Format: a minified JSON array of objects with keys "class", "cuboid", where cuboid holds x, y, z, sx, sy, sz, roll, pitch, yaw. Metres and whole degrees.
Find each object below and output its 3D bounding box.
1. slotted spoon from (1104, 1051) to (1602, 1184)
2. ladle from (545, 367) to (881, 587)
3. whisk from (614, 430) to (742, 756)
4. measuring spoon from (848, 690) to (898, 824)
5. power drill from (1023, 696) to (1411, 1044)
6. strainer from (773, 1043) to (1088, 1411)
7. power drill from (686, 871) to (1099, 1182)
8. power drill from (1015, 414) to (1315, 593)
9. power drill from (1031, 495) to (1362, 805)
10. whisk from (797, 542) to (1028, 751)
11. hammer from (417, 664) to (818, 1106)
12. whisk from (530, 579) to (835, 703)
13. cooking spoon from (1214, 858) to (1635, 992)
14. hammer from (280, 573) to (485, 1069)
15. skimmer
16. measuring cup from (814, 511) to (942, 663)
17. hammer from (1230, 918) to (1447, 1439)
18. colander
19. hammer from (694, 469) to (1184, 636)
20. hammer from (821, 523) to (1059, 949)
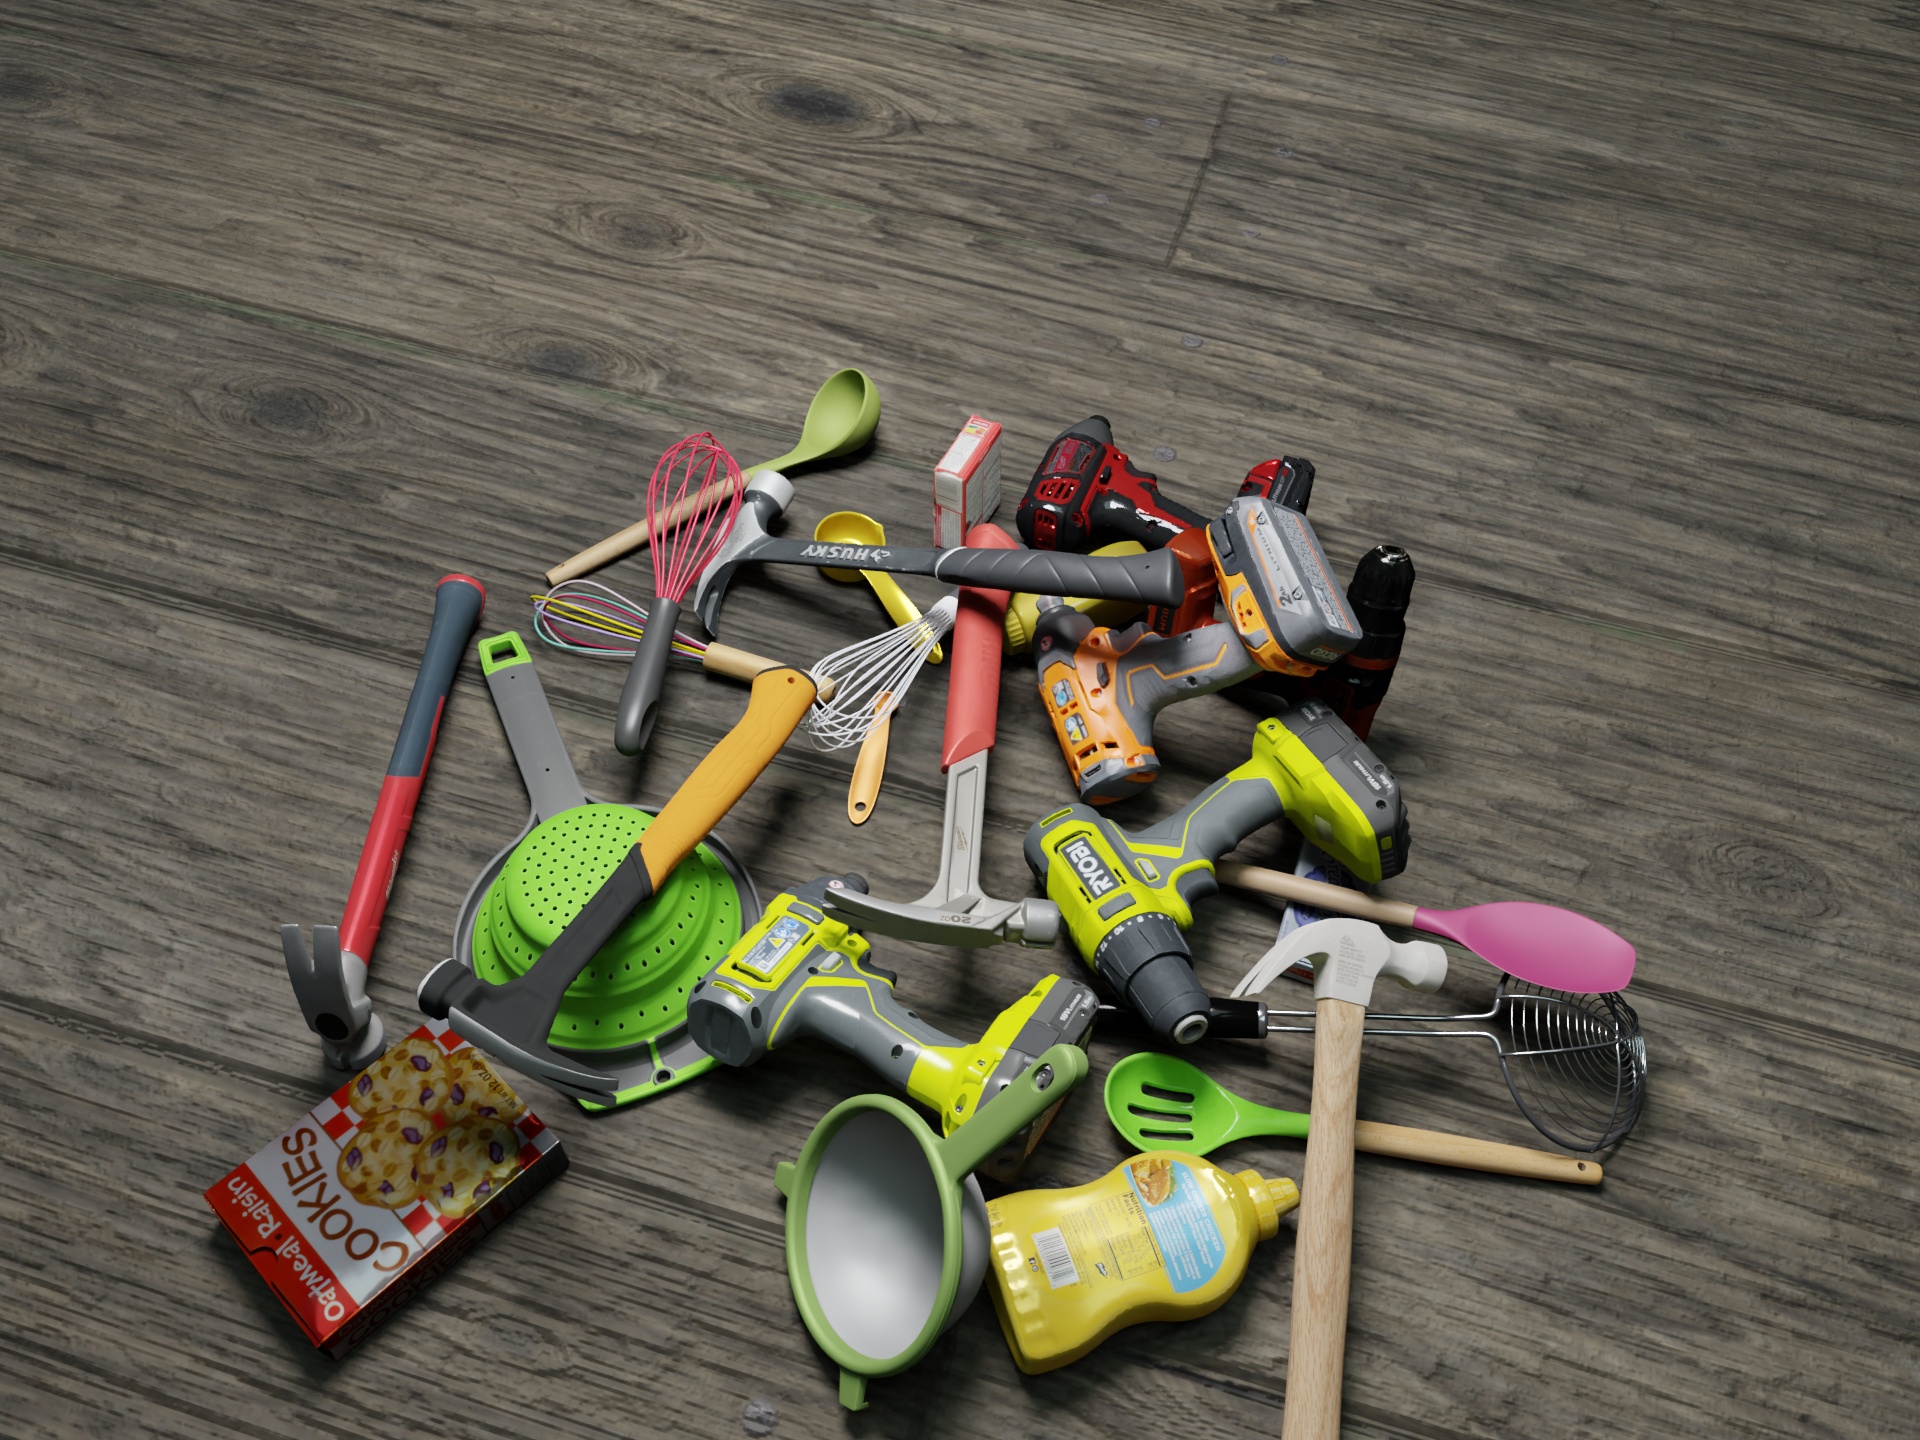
[{"class":"slotted spoon","cuboid":[0.243,0.260,0.994,0.314,0.031,0.070,9,53,1]},{"class":"ladle","cuboid":[-0.201,-0.198,1.305,0.320,0.062,0.078,-32,36,-20]},{"class":"whisk","cuboid":[-0.215,-0.100,1.178,0.073,0.073,0.296,6,57,2]},{"class":"measuring spoon","cuboid":[-0.064,0.028,1.168,0.021,0.011,0.117,9,56,5]},{"class":"power drill","cuboid":[0.175,0.097,1.043,0.228,0.080,0.191,-28,44,-6]},{"class":"strainer","cuboid":[0.000,0.257,0.882,0.069,0.256,0.152,14,39,-42]},{"class":"power drill","cuboid":[-0.035,0.180,1.001,0.223,0.080,0.171,23,36,17]},{"class":"power drill","cuboid":[0.168,-0.180,1.299,0.220,0.078,0.143,16,53,13]},{"class":"power drill","cuboid":[0.148,-0.061,1.115,0.084,0.226,0.164,8,55,-51]},{"class":"whisk","cuboid":[-0.029,-0.066,1.201,0.070,0.070,0.285,30,47,19]},{"class":"hammer","cuboid":[-0.177,0.081,0.987,0.127,0.034,0.337,27,49,9]},{"class":"whisk","cuboid":[-0.213,-0.055,1.203,0.245,0.047,0.051,17,52,6]},{"class":"cooking spoon","cuboid":[0.276,0.125,1.052,0.319,0.017,0.069,12,44,26]},{"class":"hammer","cuboid":[-0.380,0.031,1.079,0.038,0.143,0.387,3,48,-4]},{"class":"skimmer","cuboid":[0.258,0.207,1.034,0.363,0.090,0.127,1,63,10]},{"class":"measuring cup","cuboid":[-0.063,-0.099,1.260,0.062,0.029,0.157,-27,70,-25]},{"class":"hammer","cuboid":[0.210,0.276,0.918,0.130,0.031,0.331,15,69,-14]},{"class":"colander","cuboid":[-0.267,0.062,1.076,0.204,0.094,0.398,-19,56,-17]},{"class":"hammer","cuboid":[-0.025,-0.112,1.154,0.409,0.036,0.149,8,58,33]},{"class":"hammer","cuboid":[-0.002,-0.004,1.105,0.149,0.036,0.359,9,50,-5]}]
